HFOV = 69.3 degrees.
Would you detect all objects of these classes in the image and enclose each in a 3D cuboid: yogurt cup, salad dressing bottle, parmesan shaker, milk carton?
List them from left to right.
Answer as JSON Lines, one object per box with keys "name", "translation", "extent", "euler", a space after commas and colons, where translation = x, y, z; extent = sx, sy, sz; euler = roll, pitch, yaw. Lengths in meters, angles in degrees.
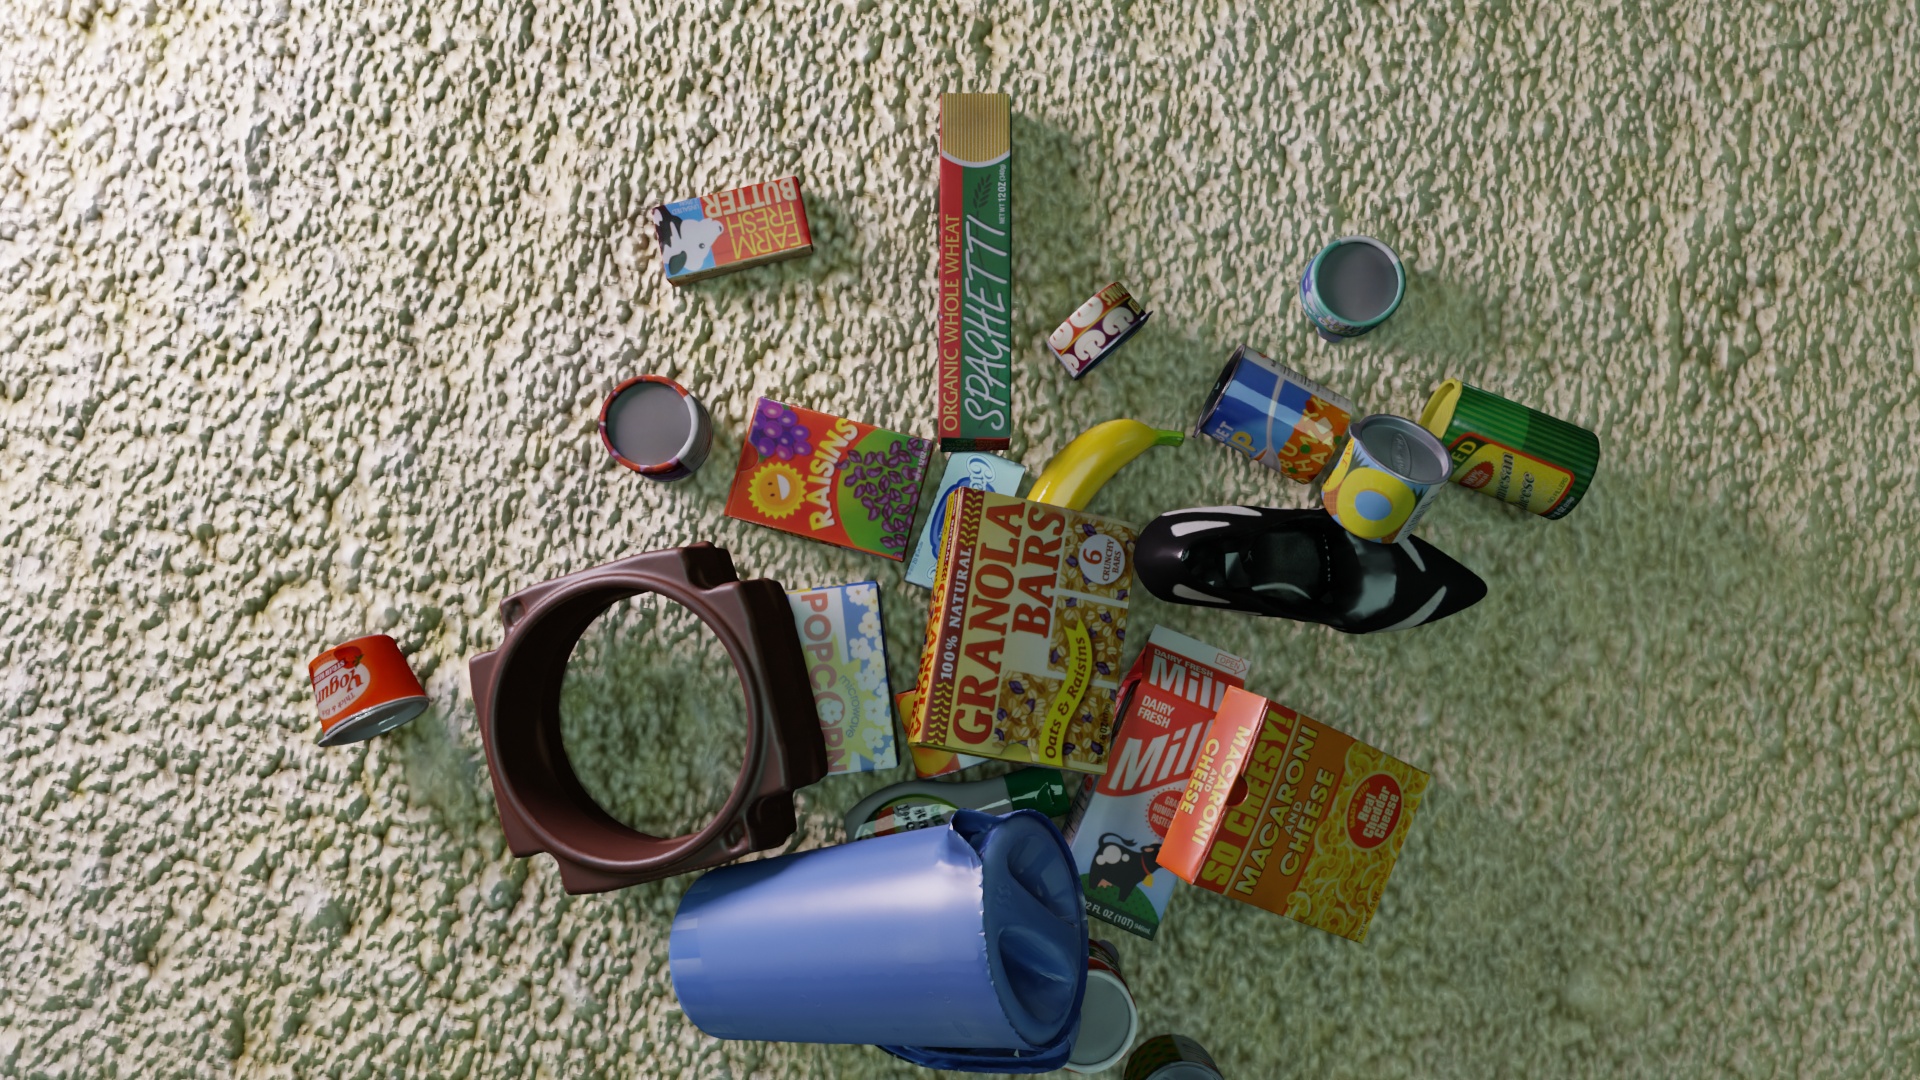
{"name": "yogurt cup", "translation": [-0.393, 0.097, 0.916], "extent": [0.072, 0.072, 0.054], "euler": [-26, 80, -2]}
{"name": "salad dressing bottle", "translation": [-0.002, 0.184, 0.928], "extent": [0.148, 0.044, 0.064], "euler": [-16, 90, -2]}
{"name": "milk carton", "translation": [0.125, 0.155, 0.917], "extent": [0.072, 0.073, 0.190], "euler": [22, 86, 0]}
{"name": "parmesan shaker", "translation": [0.367, -0.062, 0.936], "extent": [0.103, 0.071, 0.071], "euler": [21, 87, 0]}

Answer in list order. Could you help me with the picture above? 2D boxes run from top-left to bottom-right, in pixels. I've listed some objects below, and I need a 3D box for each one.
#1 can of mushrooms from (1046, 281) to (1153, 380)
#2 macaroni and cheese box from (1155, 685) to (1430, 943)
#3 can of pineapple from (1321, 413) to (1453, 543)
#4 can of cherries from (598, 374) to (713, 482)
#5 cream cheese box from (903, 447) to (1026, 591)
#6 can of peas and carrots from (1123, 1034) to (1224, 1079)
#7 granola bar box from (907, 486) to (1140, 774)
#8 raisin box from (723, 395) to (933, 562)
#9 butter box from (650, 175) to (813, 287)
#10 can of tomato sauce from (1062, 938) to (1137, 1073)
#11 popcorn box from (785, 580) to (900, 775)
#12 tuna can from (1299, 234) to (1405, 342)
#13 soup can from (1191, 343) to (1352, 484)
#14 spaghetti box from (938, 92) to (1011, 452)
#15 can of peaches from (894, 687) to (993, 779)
{"name": "can of mushrooms", "translation": [0.094, -0.143, 0.937], "extent": [0.071, 0.071, 0.033], "euler": [-39, 87, -3]}
{"name": "macaroni and cheese box", "translation": [0.218, 0.178, 0.895], "extent": [0.166, 0.040, 0.124], "euler": [25, 85, -32]}
{"name": "can of pineapple", "translation": [0.276, -0.041, 0.908], "extent": [0.071, 0.057, 0.071], "euler": [11, 43, -10]}
{"name": "can of cherries", "translation": [-0.206, -0.075, 0.932], "extent": [0.071, 0.058, 0.071], "euler": [0, 87, -2]}
{"name": "cream cheese box", "translation": [0.003, -0.012, 0.950], "extent": [0.053, 0.024, 0.104], "euler": [20, 86, -1]}
{"name": "can of peas and carrots", "translation": [0.141, 0.368, 0.912], "extent": [0.071, 0.058, 0.071], "euler": [0, 87, 0]}
{"name": "granola bar box", "translation": [0.042, 0.058, 0.887], "extent": [0.124, 0.039, 0.166], "euler": [12, 79, -14]}
{"name": "raisin box", "translation": [-0.088, -0.040, 0.942], "extent": [0.123, 0.040, 0.086], "euler": [15, 87, 0]}
{"name": "butter box", "translation": [-0.156, -0.214, 0.959], "extent": [0.103, 0.024, 0.053], "euler": [-14, 88, -2]}
{"name": "can of tomato sauce", "translation": [0.079, 0.299, 0.903], "extent": [0.071, 0.083, 0.071], "euler": [0, 87, -1]}
{"name": "popcorn box", "translation": [-0.090, 0.094, 0.934], "extent": [0.085, 0.038, 0.126], "euler": [-7, 87, -2]}
{"name": "tuna can", "translation": [0.270, -0.174, 0.960], "extent": [0.071, 0.033, 0.071], "euler": [0, 86, -1]}
{"name": "soup can", "translation": [0.210, -0.082, 0.938], "extent": [0.084, 0.071, 0.071], "euler": [28, 87, 0]}
{"name": "spaghetti box", "translation": [0.010, -0.184, 0.945], "extent": [0.050, 0.028, 0.250], "euler": [0, 80, 0]}
{"name": "can of peaches", "translation": [-0.007, 0.121, 0.922], "extent": [0.071, 0.071, 0.058], "euler": [-16, 87, -2]}
